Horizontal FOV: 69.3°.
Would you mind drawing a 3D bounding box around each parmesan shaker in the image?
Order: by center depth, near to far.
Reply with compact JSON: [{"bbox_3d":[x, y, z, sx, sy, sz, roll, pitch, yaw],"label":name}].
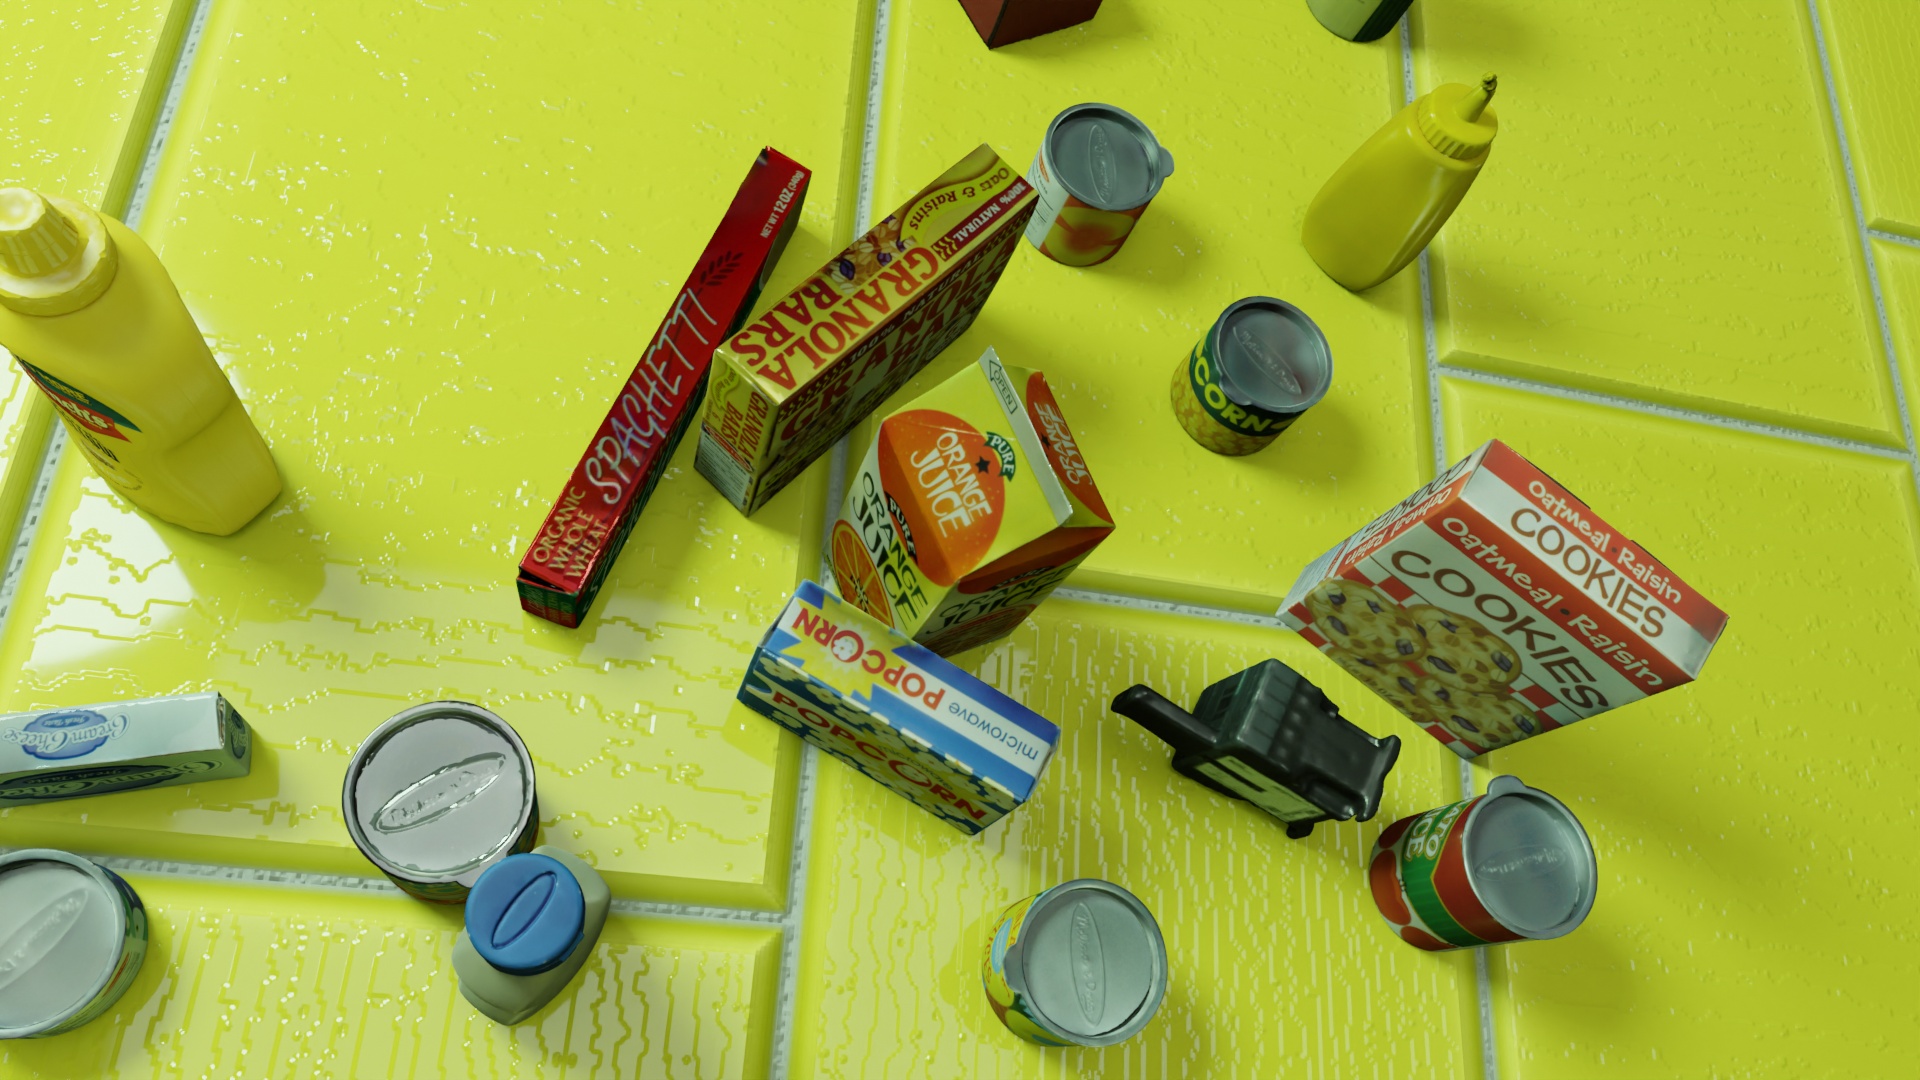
[{"bbox_3d":[0.258,-0.363,0.837,0.071,0.102,0.071,5,68,-13],"label":"parmesan shaker"}]

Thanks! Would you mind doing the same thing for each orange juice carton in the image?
[{"bbox_3d":[0.002,-0.007,0.578,0.073,0.192,0.072,-19,76,-21],"label":"orange juice carton"}]

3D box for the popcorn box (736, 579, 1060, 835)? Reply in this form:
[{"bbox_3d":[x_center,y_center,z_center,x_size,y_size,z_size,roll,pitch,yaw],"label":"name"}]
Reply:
[{"bbox_3d":[-0.029,0.075,0.597,0.127,0.085,0.038,31,65,-2],"label":"popcorn box"}]

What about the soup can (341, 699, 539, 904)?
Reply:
[{"bbox_3d":[-0.197,0.107,0.539,0.071,0.083,0.071,5,68,-13],"label":"soup can"}]

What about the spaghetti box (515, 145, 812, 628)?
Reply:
[{"bbox_3d":[-0.134,-0.075,0.646,0.029,0.050,0.251,25,65,-5],"label":"spaghetti box"}]

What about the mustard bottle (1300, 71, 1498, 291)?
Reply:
[{"bbox_3d":[0.240,-0.195,0.735,0.049,0.159,0.065,-41,84,-24],"label":"mustard bottle"}]

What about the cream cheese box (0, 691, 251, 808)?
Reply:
[{"bbox_3d":[-0.332,0.081,0.529,0.104,0.053,0.024,-6,71,-17],"label":"cream cheese box"}]

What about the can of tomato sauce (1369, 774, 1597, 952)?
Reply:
[{"bbox_3d":[0.237,0.151,0.641,0.071,0.082,0.071,5,68,-13],"label":"can of tomato sauce"}]

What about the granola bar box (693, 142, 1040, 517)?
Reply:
[{"bbox_3d":[-0.045,-0.094,0.637,0.039,0.123,0.166,44,65,4],"label":"granola bar box"}]

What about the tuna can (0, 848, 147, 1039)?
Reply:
[{"bbox_3d":[-0.342,0.147,0.512,0.071,0.032,0.071,5,68,-13],"label":"tuna can"}]

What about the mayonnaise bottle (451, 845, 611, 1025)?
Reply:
[{"bbox_3d":[-0.155,0.140,0.502,0.041,0.147,0.065,36,65,0],"label":"mayonnaise bottle"}]

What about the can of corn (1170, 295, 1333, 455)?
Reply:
[{"bbox_3d":[0.148,-0.083,0.722,0.071,0.058,0.071,5,68,-13],"label":"can of corn"}]

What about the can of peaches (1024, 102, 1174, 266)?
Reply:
[{"bbox_3d":[0.070,-0.189,0.742,0.071,0.058,0.071,5,68,-13],"label":"can of peaches"}]

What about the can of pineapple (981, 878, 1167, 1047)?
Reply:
[{"bbox_3d":[0.045,0.180,0.591,0.071,0.057,0.071,5,68,-13],"label":"can of pineapple"}]

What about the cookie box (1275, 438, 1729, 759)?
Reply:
[{"bbox_3d":[0.240,0.033,0.641,0.123,0.166,0.040,38,65,1],"label":"cookie box"}]
